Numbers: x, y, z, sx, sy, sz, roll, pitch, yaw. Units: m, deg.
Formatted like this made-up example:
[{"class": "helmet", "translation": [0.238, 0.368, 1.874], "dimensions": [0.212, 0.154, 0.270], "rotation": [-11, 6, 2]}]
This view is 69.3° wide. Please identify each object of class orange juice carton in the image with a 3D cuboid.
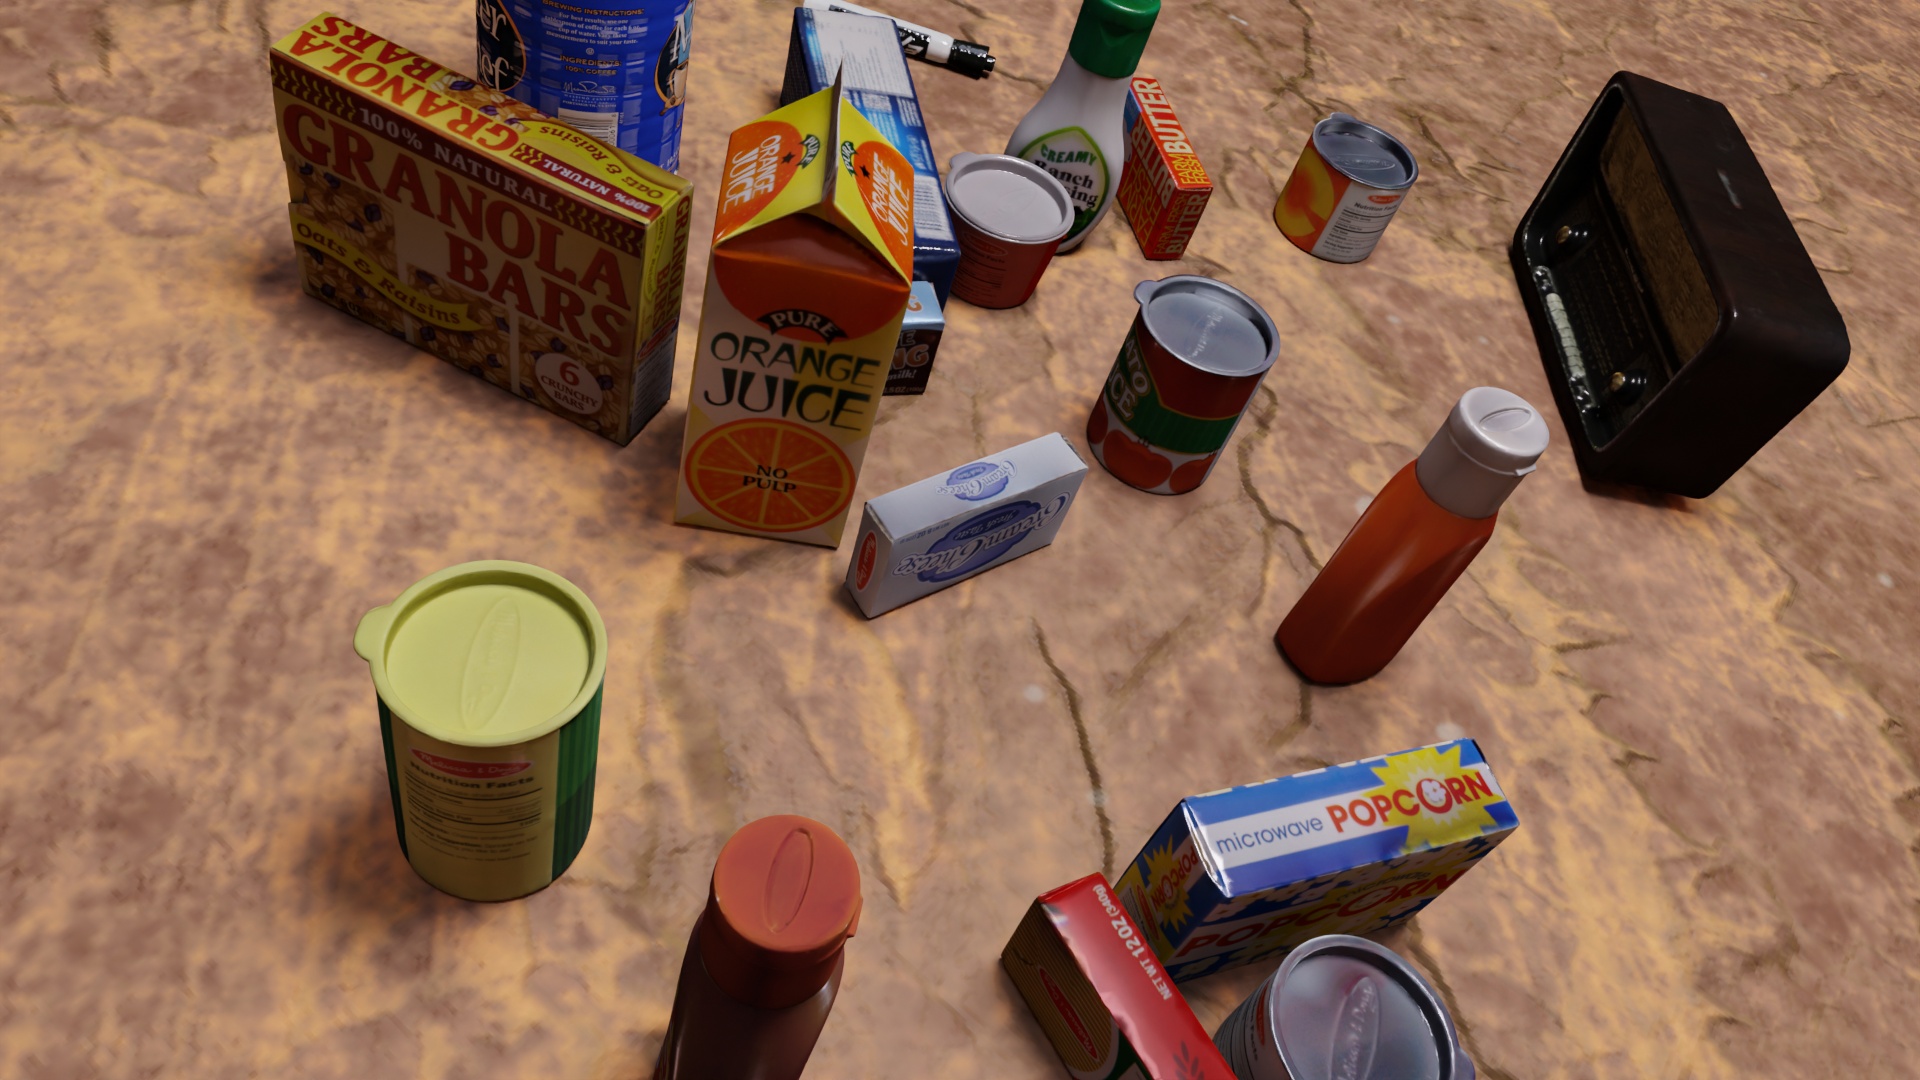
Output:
[{"class": "orange juice carton", "translation": [-0.063, -0.087, 0.539], "dimensions": [0.073, 0.191, 0.072], "rotation": [9, 49, -11]}]

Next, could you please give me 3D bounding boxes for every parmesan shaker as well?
[{"class": "parmesan shaker", "translation": [-0.152, 0.063, 0.445], "dimensions": [0.071, 0.102, 0.072], "rotation": [9, 49, -11]}]

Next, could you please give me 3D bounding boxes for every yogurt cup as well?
[{"class": "yogurt cup", "translation": [0.019, -0.158, 0.718], "dimensions": [0.072, 0.053, 0.073], "rotation": [9, 49, -11]}]

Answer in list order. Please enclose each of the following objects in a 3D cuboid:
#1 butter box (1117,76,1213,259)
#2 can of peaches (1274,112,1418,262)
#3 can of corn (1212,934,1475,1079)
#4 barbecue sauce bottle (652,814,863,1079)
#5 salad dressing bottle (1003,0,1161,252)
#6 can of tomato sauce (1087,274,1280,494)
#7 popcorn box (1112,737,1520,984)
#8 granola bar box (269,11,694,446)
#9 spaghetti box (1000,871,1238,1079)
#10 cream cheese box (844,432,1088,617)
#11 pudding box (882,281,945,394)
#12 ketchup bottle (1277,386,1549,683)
[{"class": "butter box", "translation": [0.109, -0.213, 0.795], "dimensions": [0.024, 0.052, 0.104], "rotation": [-2, 52, -19]}, {"class": "can of peaches", "translation": [0.227, -0.209, 0.826], "dimensions": [0.071, 0.057, 0.071], "rotation": [9, 49, -11]}, {"class": "can of corn", "translation": [0.126, 0.177, 0.467], "dimensions": [0.071, 0.058, 0.071], "rotation": [9, 49, -11]}, {"class": "barbecue sauce bottle", "translation": [-0.058, 0.128, 0.390], "dimensions": [0.044, 0.147, 0.065], "rotation": [17, 48, -4]}, {"class": "salad dressing bottle", "translation": [0.062, -0.219, 0.721], "dimensions": [0.064, 0.146, 0.044], "rotation": [17, 48, -4]}, {"class": "can of tomato sauce", "translation": [0.101, -0.073, 0.653], "dimensions": [0.071, 0.082, 0.071], "rotation": [9, 49, -11]}, {"class": "popcorn box", "translation": [0.124, 0.117, 0.500], "dimensions": [0.127, 0.084, 0.038], "rotation": [-7, 54, -23]}, {"class": "granola bar box", "translation": [-0.197, -0.124, 0.573], "dimensions": [0.165, 0.123, 0.039], "rotation": [26, 48, 4]}, {"class": "spaghetti box", "translation": [0.093, 0.220, 0.426], "dimensions": [0.029, 0.049, 0.251], "rotation": [-18, 59, -30]}, {"class": "cream cheese box", "translation": [0.002, -0.007, 0.586], "dimensions": [0.104, 0.053, 0.024], "rotation": [-22, 61, -31]}, {"class": "pudding box", "translation": [-0.053, -0.093, 0.644], "dimensions": [0.084, 0.049, 0.030], "rotation": [-5, 53, -21]}, {"class": "ketchup bottle", "translation": [0.188, 0.001, 0.576], "dimensions": [0.065, 0.148, 0.044], "rotation": [-17, 58, -29]}]
